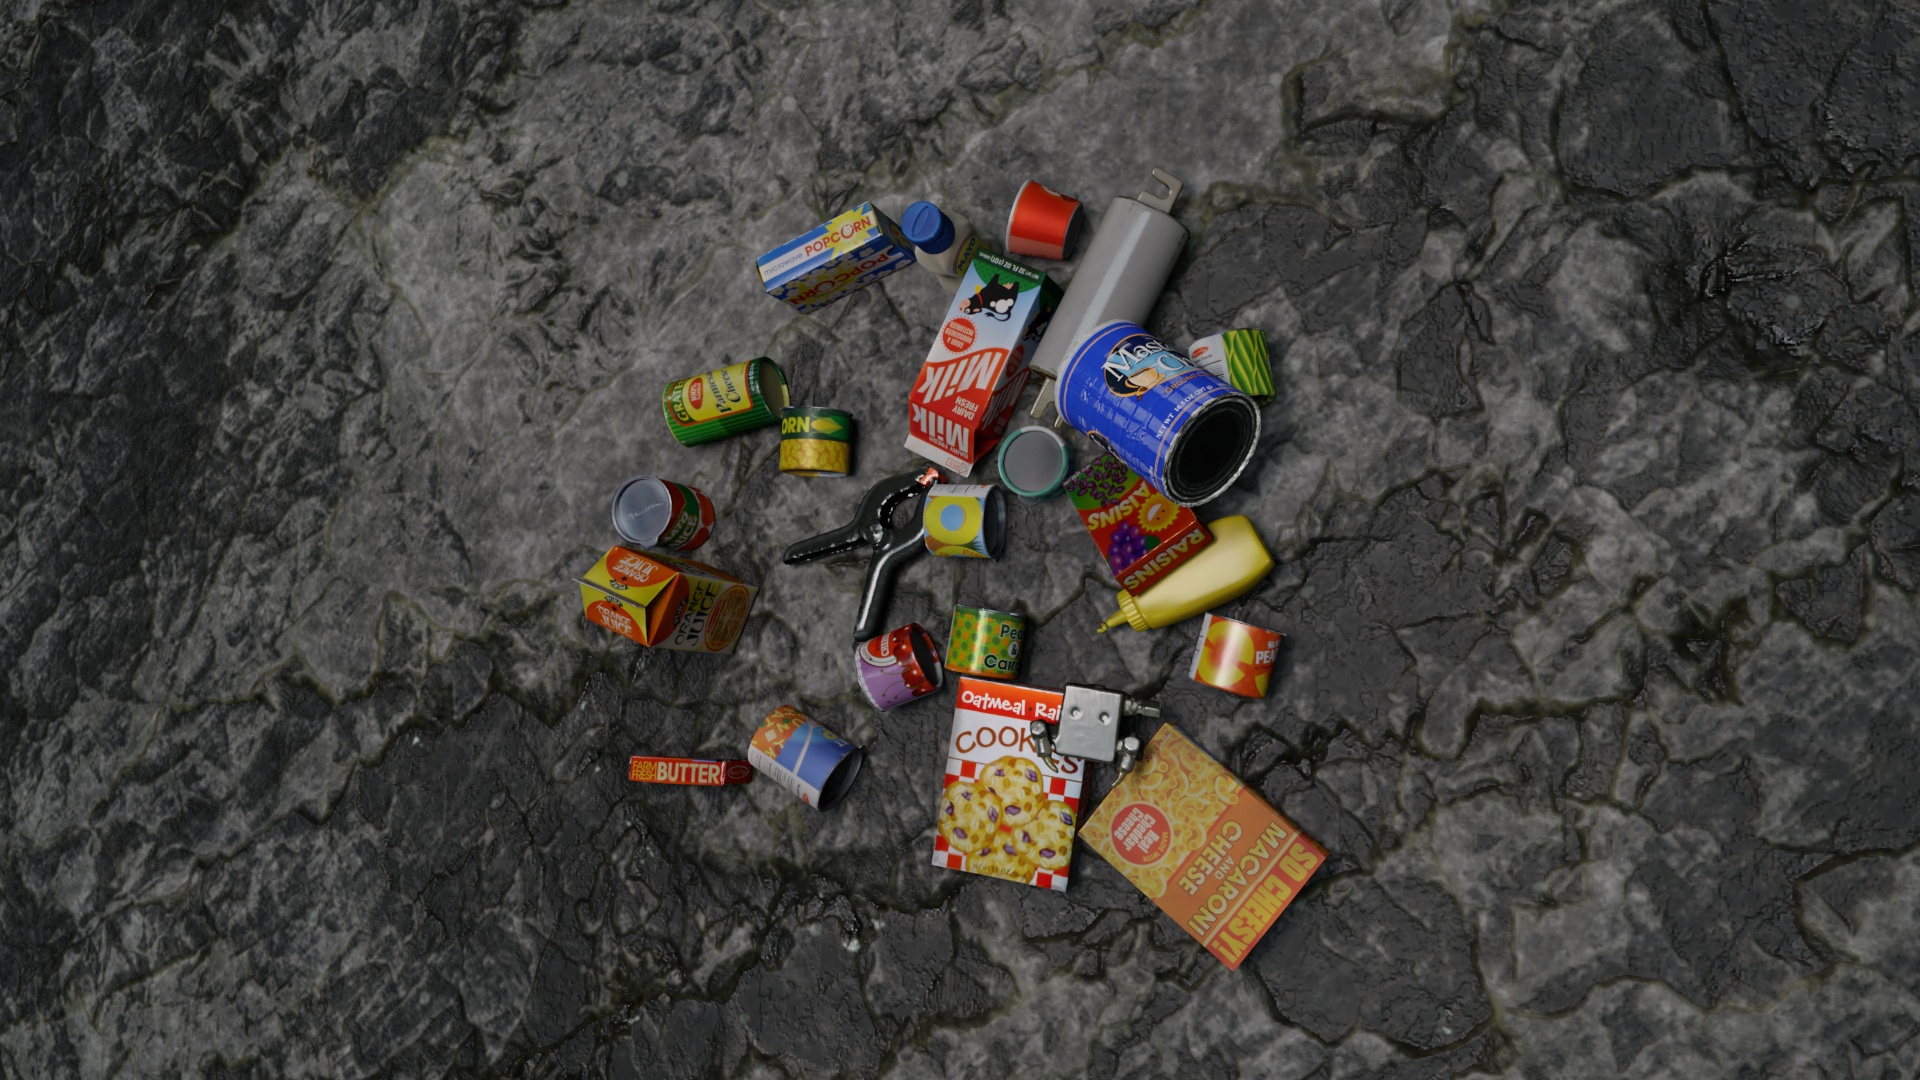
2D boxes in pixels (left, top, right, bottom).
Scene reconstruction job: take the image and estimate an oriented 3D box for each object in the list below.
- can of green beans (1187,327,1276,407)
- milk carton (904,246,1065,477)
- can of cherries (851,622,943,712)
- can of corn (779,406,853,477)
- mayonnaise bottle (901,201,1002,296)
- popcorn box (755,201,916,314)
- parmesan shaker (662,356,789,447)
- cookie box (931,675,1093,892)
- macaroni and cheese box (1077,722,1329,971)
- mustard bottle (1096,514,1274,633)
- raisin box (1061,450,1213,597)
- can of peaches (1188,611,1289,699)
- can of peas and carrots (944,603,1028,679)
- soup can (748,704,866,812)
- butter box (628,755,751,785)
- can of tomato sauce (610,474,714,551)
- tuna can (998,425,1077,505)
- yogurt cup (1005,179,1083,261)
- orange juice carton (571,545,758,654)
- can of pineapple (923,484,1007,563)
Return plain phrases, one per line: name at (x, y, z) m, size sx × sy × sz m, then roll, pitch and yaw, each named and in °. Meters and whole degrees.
can of green beans at (0.230, -0.142, 1.177) m, size 0.071 × 0.071 × 0.058 m, roll -12°, pitch 81°, yaw 18°
milk carton at (0.017, -0.157, 1.251) m, size 0.072 × 0.073 × 0.190 m, roll 27°, pitch 93°, yaw 20°
can of cherries at (-0.056, 0.112, 1.247) m, size 0.058 × 0.071 × 0.071 m, roll -22°, pitch 77°, yaw 16°
can of corn at (-0.137, -0.092, 1.299) m, size 0.071 × 0.071 × 0.058 m, roll 1°, pitch 85°, yaw 20°
mayonnaise bottle at (-0.009, -0.260, 1.232) m, size 0.041 × 0.148 × 0.064 m, roll 28°, pitch 94°, yaw 20°
popcorn box at (-0.117, -0.263, 1.304) m, size 0.126 × 0.085 × 0.038 m, roll -23°, pitch 76°, yaw 16°
parmesan shaker at (-0.225, -0.136, 1.339) m, size 0.103 × 0.071 × 0.071 m, roll -14°, pitch 80°, yaw 17°
cookie box at (0.050, 0.209, 1.213) m, size 0.123 × 0.040 × 0.167 m, roll 7°, pitch 86°, yaw 18°
macaroni and cheese box at (0.201, 0.251, 1.155) m, size 0.167 × 0.040 × 0.123 m, roll 40°, pitch 97°, yaw 20°
mustard bottle at (0.185, 0.038, 1.182) m, size 0.160 × 0.049 × 0.065 m, roll -30°, pitch 71°, yaw 15°
raisin box at (0.149, -0.025, 1.180) m, size 0.086 × 0.040 × 0.124 m, roll -36°, pitch 45°, yaw 11°
can of peaches at (0.230, 0.096, 1.149) m, size 0.071 × 0.071 × 0.058 m, roll 16°, pitch 90°, yaw 20°
can of peas and carrots at (0.024, 0.089, 1.222) m, size 0.071 × 0.071 × 0.058 m, roll 9°, pitch 88°, yaw 20°
soup can at (-0.140, 0.196, 1.270) m, size 0.084 × 0.071 × 0.071 m, roll 30°, pitch 94°, yaw 20°
butter box at (-0.255, 0.217, 1.314) m, size 0.103 × 0.053 × 0.024 m, roll -1°, pitch 82°, yaw 19°
can of tomato sauce at (-0.284, -0.024, 1.336) m, size 0.071 × 0.083 × 0.071 m, roll -2°, pitch 83°, yaw 19°
tuna can at (0.068, -0.067, 1.244) m, size 0.071 × 0.033 × 0.071 m, roll -2°, pitch 82°, yaw 19°
yogurt cup at (0.077, -0.285, 1.251) m, size 0.054 × 0.072 × 0.072 m, roll 19°, pitch 91°, yaw 13°
orange juice carton at (-0.269, 0.055, 1.263) m, size 0.072 × 0.192 × 0.073 m, roll 22°, pitch 91°, yaw 21°
can of pineapple at (0.004, -0.016, 1.243) m, size 0.058 × 0.071 × 0.071 m, roll 2°, pitch 85°, yaw 20°
